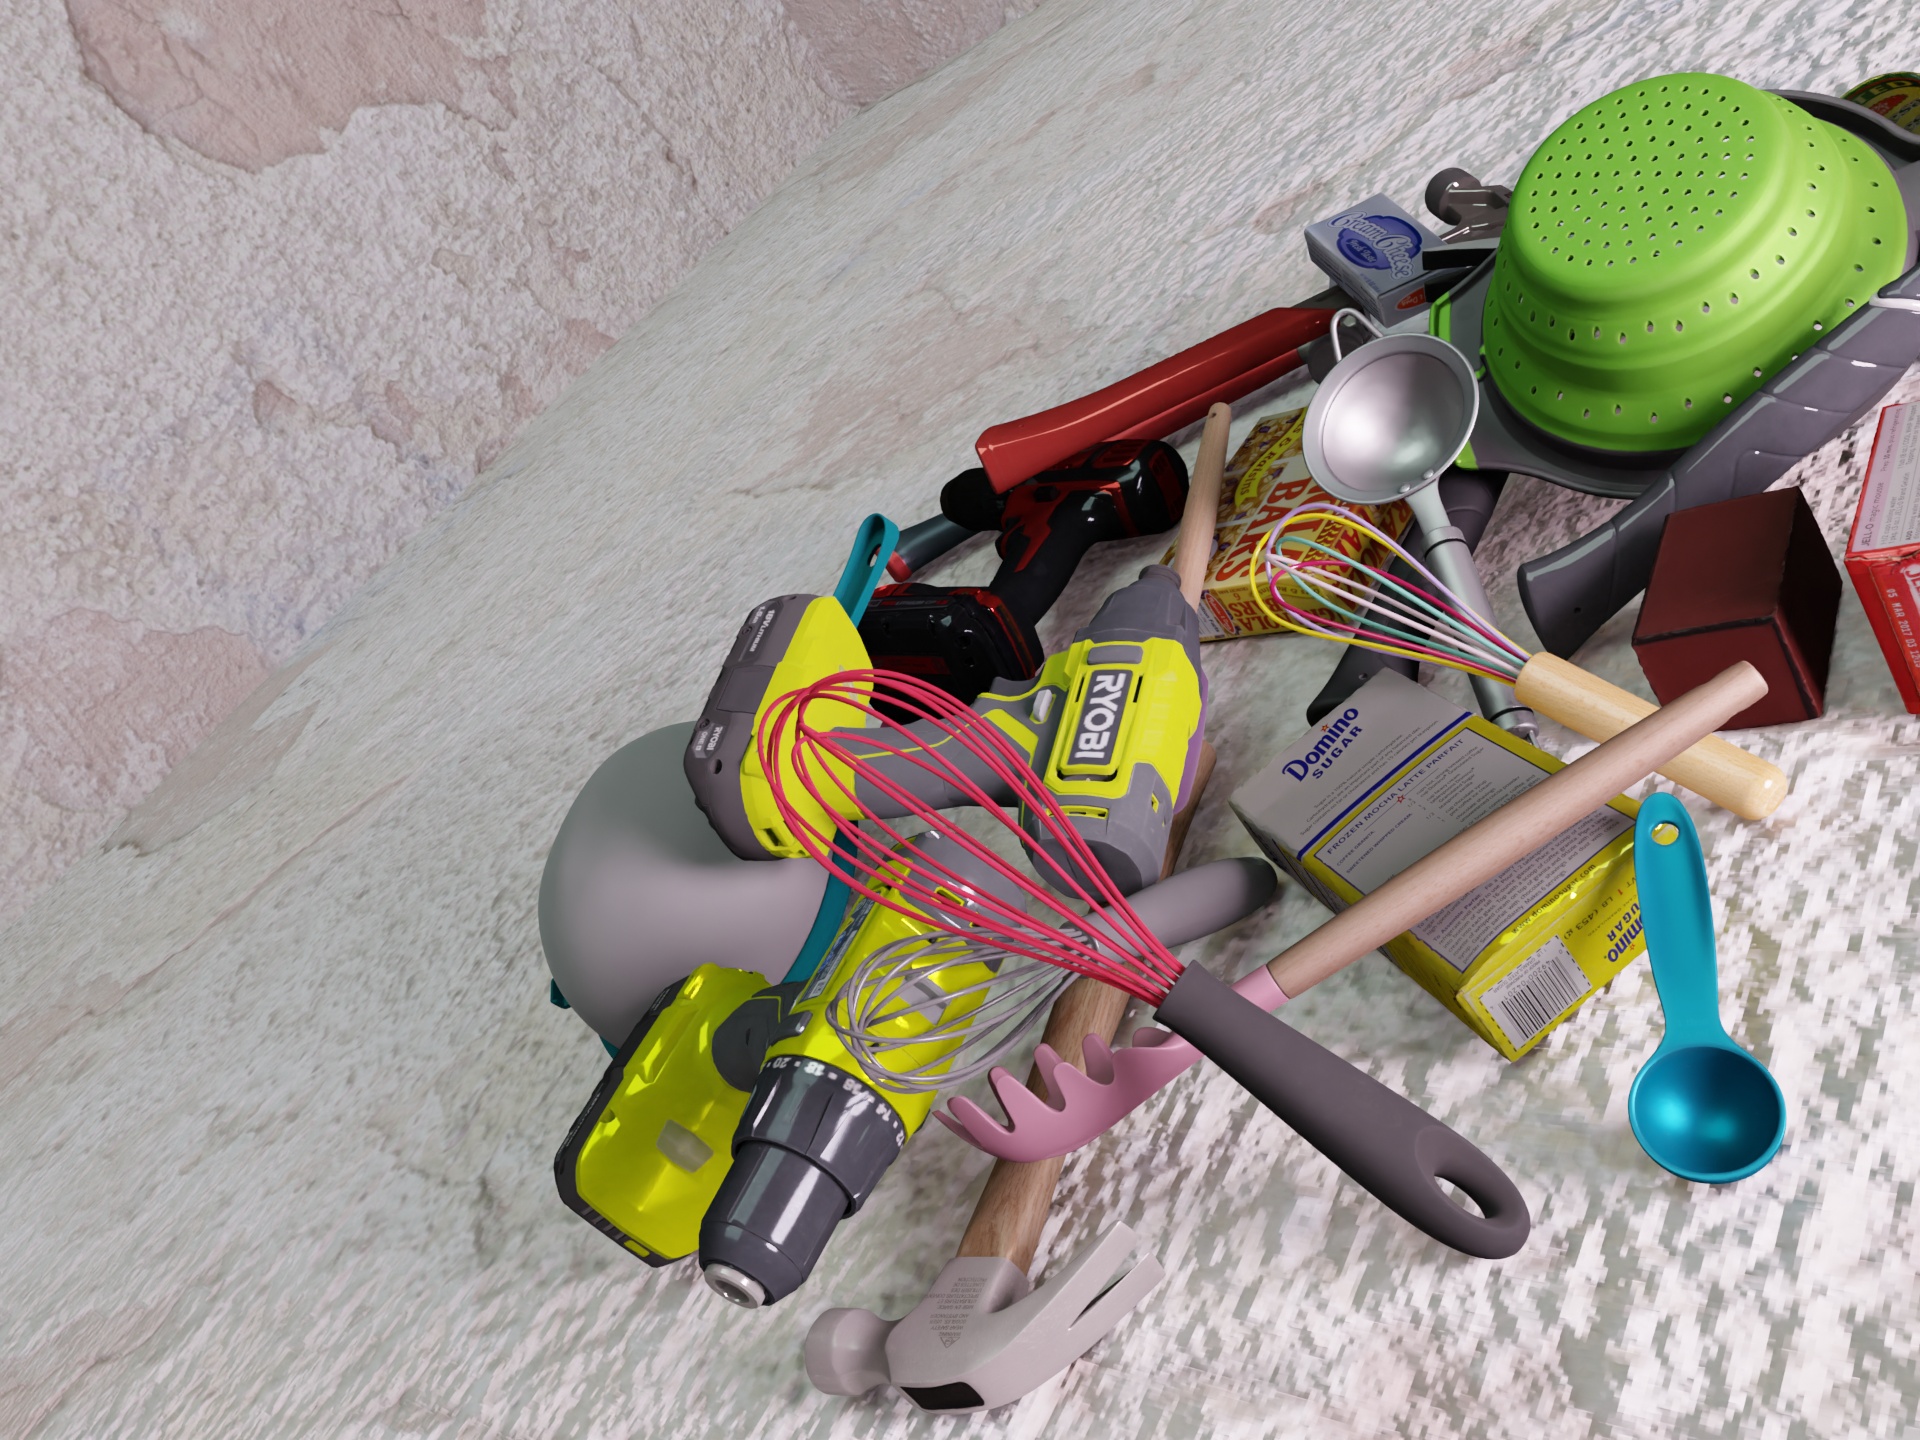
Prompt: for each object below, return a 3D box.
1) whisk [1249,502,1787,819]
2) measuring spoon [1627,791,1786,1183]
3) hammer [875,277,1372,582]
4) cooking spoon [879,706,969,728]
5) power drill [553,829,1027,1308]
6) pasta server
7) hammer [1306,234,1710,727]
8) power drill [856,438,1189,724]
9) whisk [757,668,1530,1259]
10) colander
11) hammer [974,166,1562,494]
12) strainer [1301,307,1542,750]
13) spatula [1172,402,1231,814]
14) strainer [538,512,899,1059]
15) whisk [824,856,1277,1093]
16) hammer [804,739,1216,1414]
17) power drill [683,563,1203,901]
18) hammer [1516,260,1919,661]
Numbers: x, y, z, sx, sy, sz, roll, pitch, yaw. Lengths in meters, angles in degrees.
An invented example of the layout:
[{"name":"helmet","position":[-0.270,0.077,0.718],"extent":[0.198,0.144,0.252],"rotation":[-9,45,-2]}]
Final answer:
[{"name":"whisk","position":[0.206,-0.023,0.630],"extent":[0.047,0.051,0.245],"rotation":[-37,45,-17]},{"name":"measuring spoon","position":[0.225,0.081,0.490],"extent":[0.042,0.021,0.129],"rotation":[-11,53,26]},{"name":"hammer","position":[0.102,-0.198,1.114],"extent":[0.386,0.038,0.143],"rotation":[-24,28,27]},{"name":"cooking spoon","position":[-0.078,0.058,0.949],"extent":[0.319,0.017,0.069],"rotation":[-46,33,-17]},{"name":"power drill","position":[-0.081,0.155,0.653],"extent":[0.228,0.080,0.191],"rotation":[-34,20,50]},{"name":"pasta server","position":[0.128,0.069,0.549],"extent":[0.316,0.040,0.060],"rotation":[-36,-10,13]},{"name":"hammer","position":[0.247,-0.123,0.776],"extent":[0.146,0.035,0.335],"rotation":[17,60,31]},{"name":"power drill","position":[0.017,-0.097,0.993],"extent":[0.188,0.080,0.227],"rotation":[4,42,44]},{"name":"whisk","position":[0.054,0.075,0.516],"extent":[0.073,0.296,0.073],"rotation":[-50,-14,-18]},{"name":"colander","position":[0.370,-0.226,0.643],"extent":[0.397,0.094,0.205],"rotation":[-17,58,31]},{"name":"hammer","position":[0.179,-0.223,0.956],"extent":[0.359,0.036,0.149],"rotation":[-25,41,2]},{"name":"strainer","position":[0.212,-0.082,0.707],"extent":[0.087,0.050,0.259],"rotation":[-30,50,29]},{"name":"spatula","position":[0.114,-0.066,0.817],"extent":[0.060,0.018,0.316],"rotation":[-19,37,35]},{"name":"strainer","position":[-0.135,0.023,0.865],"extent":[0.211,0.095,0.340],"rotation":[14,76,49]},{"name":"whisk","position":[0.047,0.086,0.598],"extent":[0.239,0.055,0.055],"rotation":[-13,5,-43]},{"name":"hammer","position":[0.052,0.125,0.659],"extent":[0.130,0.031,0.331],"rotation":[-16,33,39]},{"name":"power drill","position":[-0.001,-0.002,0.745],"extent":[0.223,0.080,0.171],"rotation":[0,50,24]},{"name":"hammer","position":[0.377,-0.167,0.595],"extent":[0.409,0.149,0.036],"rotation":[-45,18,24]}]
